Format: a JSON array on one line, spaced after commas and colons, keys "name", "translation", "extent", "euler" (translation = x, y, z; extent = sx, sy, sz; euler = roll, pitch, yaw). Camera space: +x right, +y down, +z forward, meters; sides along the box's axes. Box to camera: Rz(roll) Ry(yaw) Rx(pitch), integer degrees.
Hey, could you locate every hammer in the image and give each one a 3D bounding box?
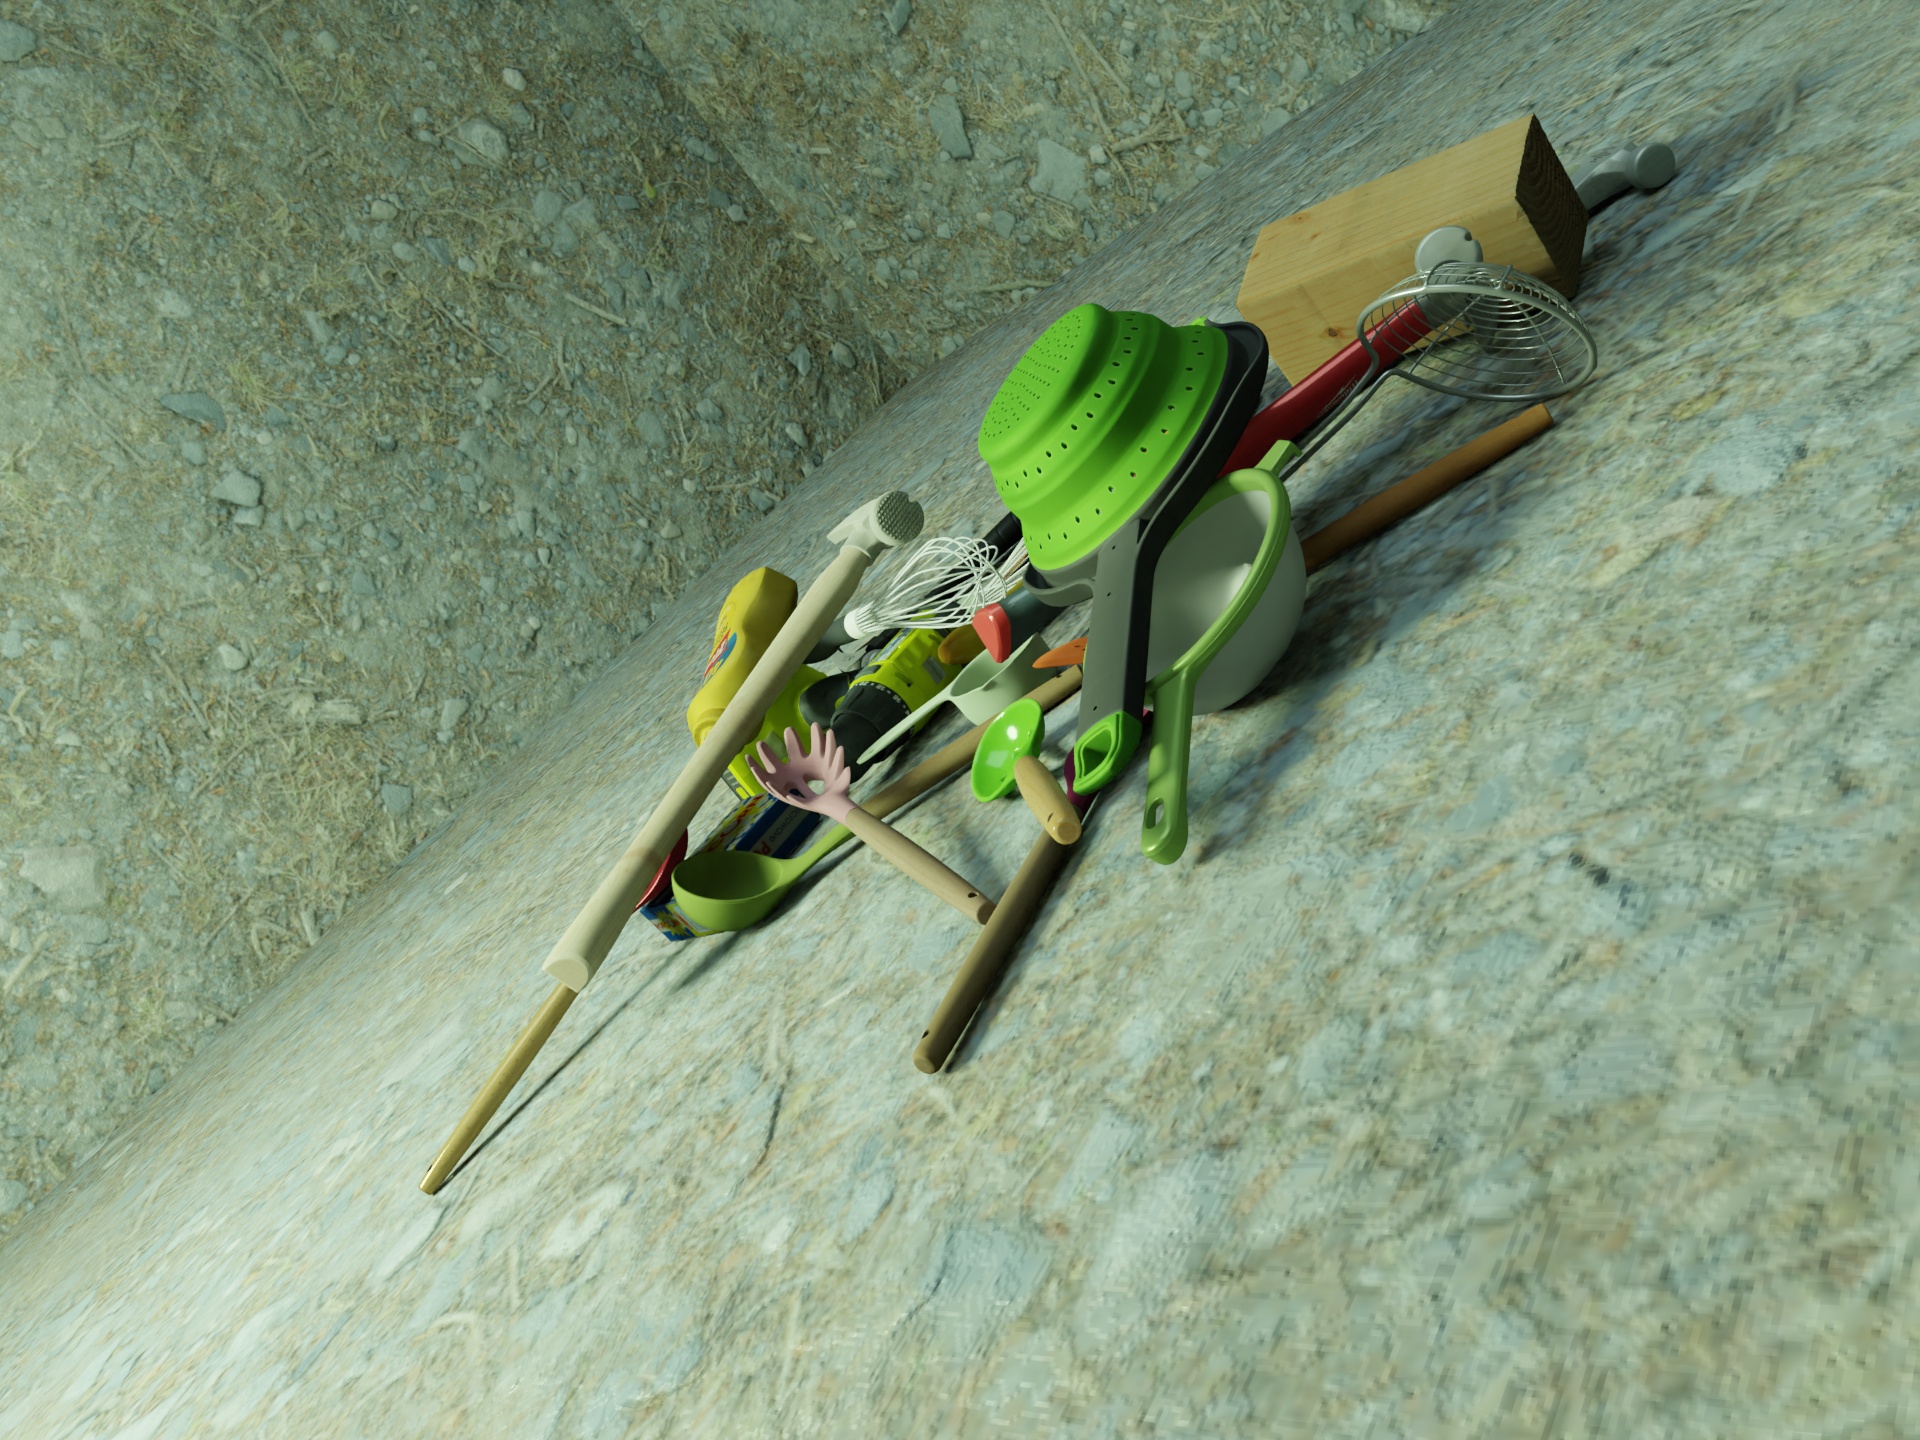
[{"name": "hammer", "translation": [0.011, -0.148, 1.508], "extent": [0.335, 0.035, 0.146], "euler": [-44, 16, -16]}, {"name": "hammer", "translation": [0.348, -0.304, 1.157], "extent": [0.331, 0.033, 0.128], "euler": [-37, 16, 8]}, {"name": "hammer", "translation": [-0.167, 0.011, 1.139], "extent": [0.411, 0.038, 0.146], "euler": [-57, 15, -15]}, {"name": "hammer", "translation": [0.172, -0.160, 1.027], "extent": [0.386, 0.038, 0.143], "euler": [-37, -19, 15]}]

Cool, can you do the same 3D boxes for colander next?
[{"name": "colander", "translation": [0.066, -0.121, 0.877], "extent": [0.204, 0.094, 0.397], "euler": [-40, 25, 36]}]

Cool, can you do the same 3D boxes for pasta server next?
[{"name": "pasta server", "translation": [-0.055, 0.060, 0.957], "extent": [0.060, 0.040, 0.316], "euler": [-26, 22, -18]}]

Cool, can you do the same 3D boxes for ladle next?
[{"name": "ladle", "translation": [-0.057, 0.046, 1.069], "extent": [0.320, 0.062, 0.078], "euler": [-34, 18, 11]}, {"name": "ladle", "translation": [-0.285, 0.197, 1.136], "extent": [0.315, 0.031, 0.069], "euler": [-57, 22, -18]}]

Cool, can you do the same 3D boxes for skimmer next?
[{"name": "skimmer", "translation": [0.202, -0.132, 0.943], "extent": [0.363, 0.127, 0.090], "euler": [-44, 39, 32]}]

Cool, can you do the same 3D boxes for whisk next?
[{"name": "whisk", "translation": [0.025, -0.106, 1.335], "extent": [0.246, 0.059, 0.058], "euler": [-36, 42, 28]}, {"name": "whisk", "translation": [-0.059, -0.082, 1.195], "extent": [0.070, 0.070, 0.284], "euler": [-49, 18, -32]}]

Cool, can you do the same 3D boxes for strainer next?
[{"name": "strainer", "translation": [0.130, -0.018, 0.813], "extent": [0.151, 0.069, 0.257], "euler": [-38, 28, 40]}]

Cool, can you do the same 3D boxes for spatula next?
[{"name": "spatula", "translation": [0.188, -0.099, 0.928], "extent": [0.322, 0.041, 0.081], "euler": [-31, 1, 24]}]

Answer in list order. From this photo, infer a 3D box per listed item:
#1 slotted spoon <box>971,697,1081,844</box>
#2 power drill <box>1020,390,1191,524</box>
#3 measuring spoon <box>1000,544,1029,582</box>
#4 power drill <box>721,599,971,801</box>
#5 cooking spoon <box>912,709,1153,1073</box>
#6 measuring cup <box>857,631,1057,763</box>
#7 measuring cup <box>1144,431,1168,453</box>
[{"name": "slotted spoon", "translation": [0.038, 0.032, 0.852], "extent": [0.070, 0.031, 0.314], "euler": [-60, 6, 4]}, {"name": "power drill", "translation": [0.141, -0.233, 1.369], "extent": [0.219, 0.078, 0.143], "euler": [-33, 16, 34]}, {"name": "measuring spoon", "translation": [0.069, -0.160, 1.458], "extent": [0.021, 0.011, 0.117], "euler": [-17, 30, 53]}, {"name": "power drill", "translation": [-0.103, 0.000, 1.272], "extent": [0.228, 0.080, 0.191], "euler": [-19, 24, 46]}, {"name": "cooking spoon", "translation": [0.049, 0.065, 0.832], "extent": [0.069, 0.017, 0.319], "euler": [-31, 16, 43]}, {"name": "measuring cup", "translation": [-0.002, -0.004, 1.117], "extent": [0.167, 0.038, 0.083], "euler": [-35, 15, 23]}, {"name": "measuring cup", "translation": [0.107, -0.202, 1.285], "extent": [0.174, 0.052, 0.095], "euler": [7, 31, 35]}]
